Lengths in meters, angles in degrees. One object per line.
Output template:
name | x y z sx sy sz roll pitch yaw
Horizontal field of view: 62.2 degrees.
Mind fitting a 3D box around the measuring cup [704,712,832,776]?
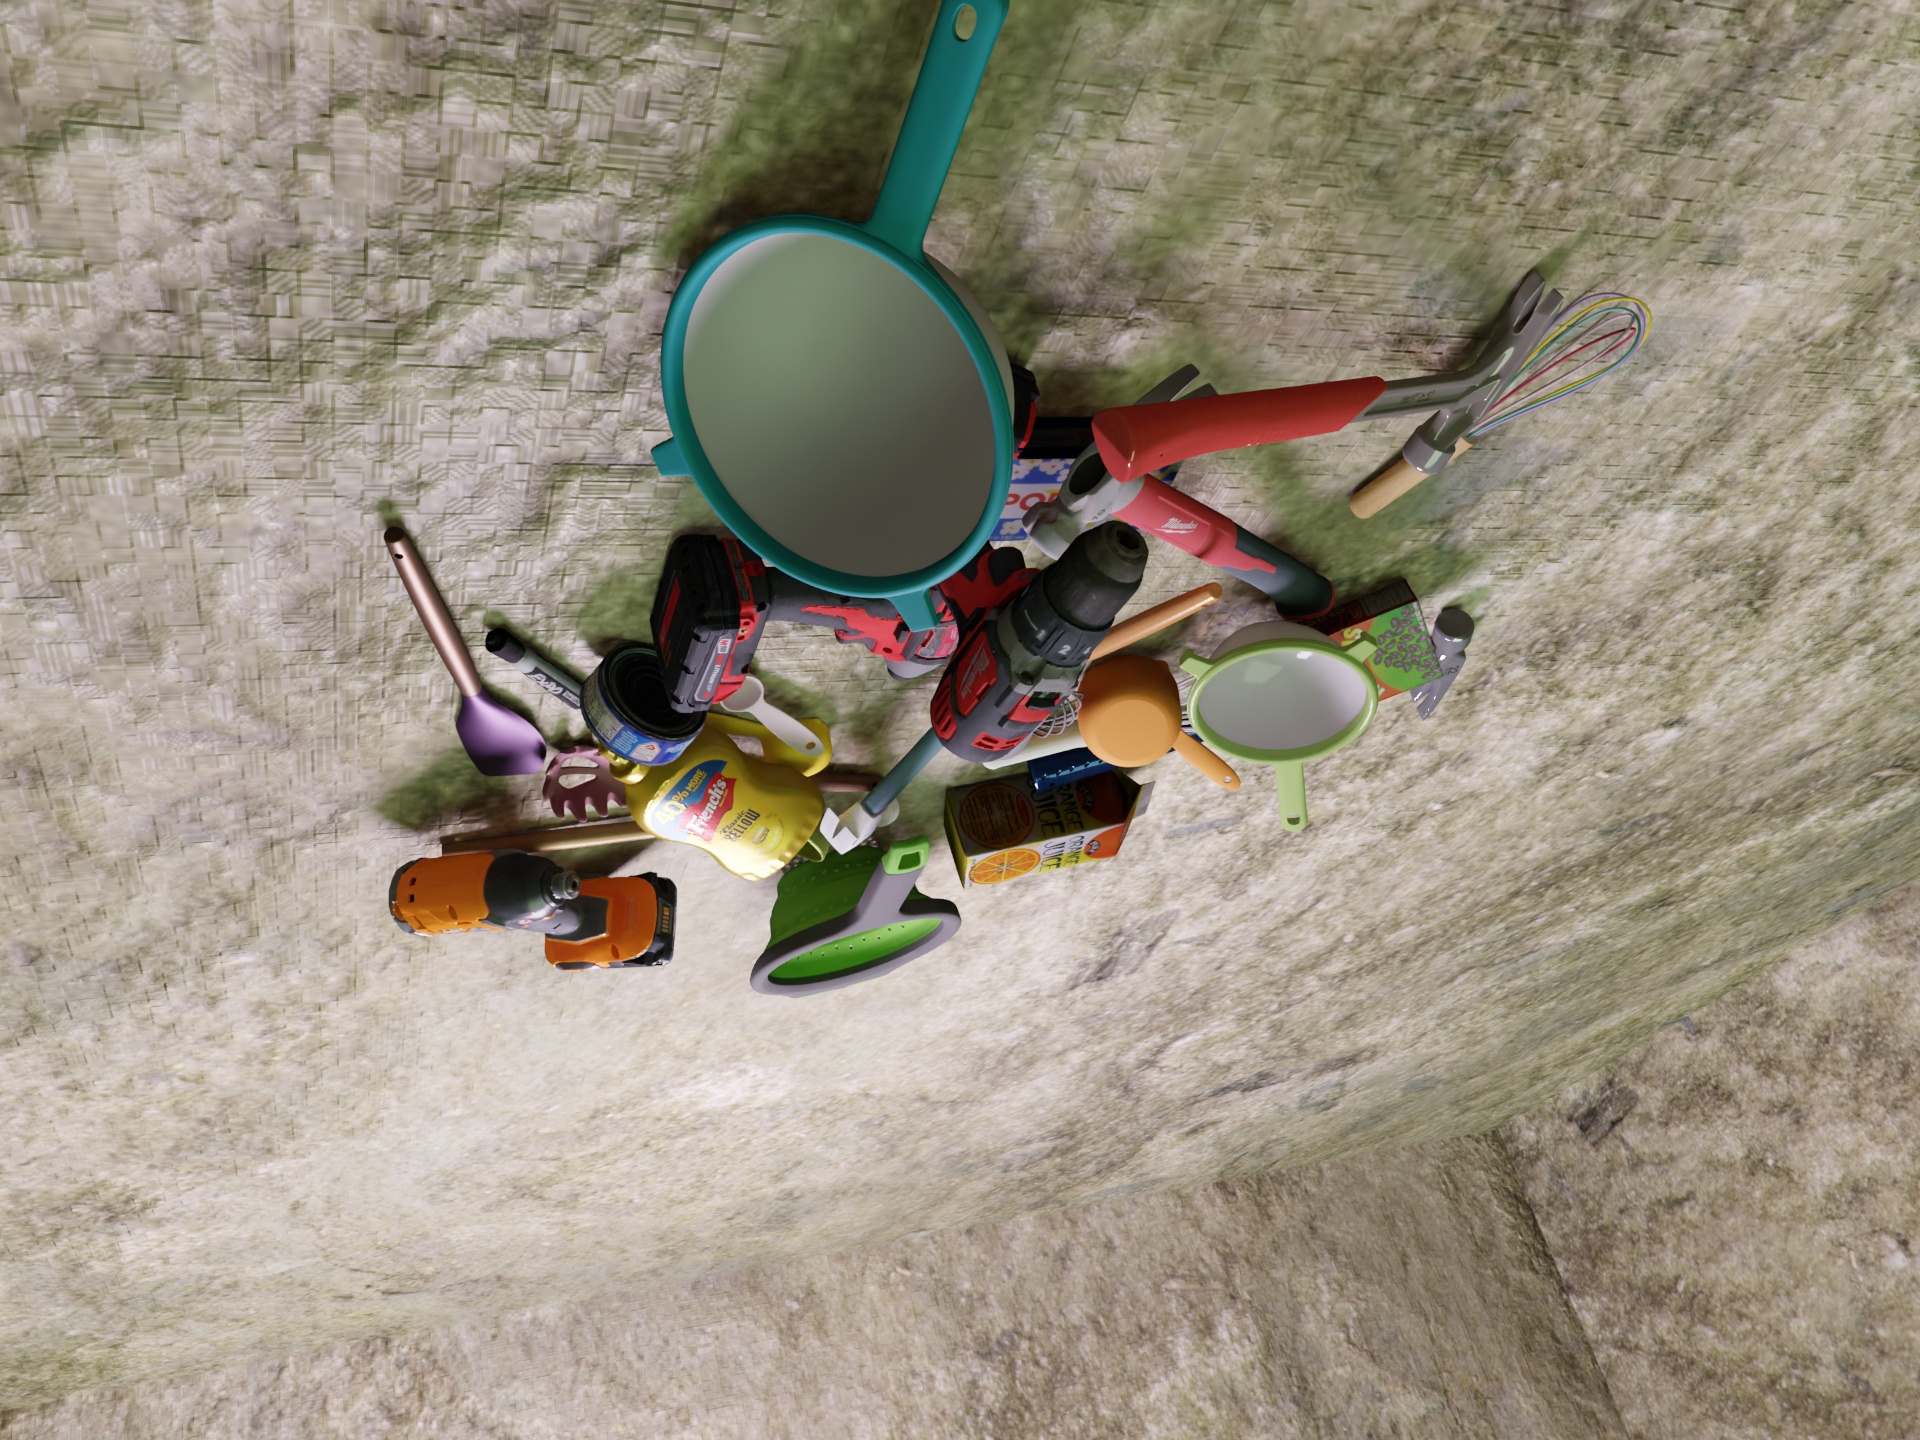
measuring cup | -0.166 0.018 1.259 0.156 0.029 0.062 12 140 -44

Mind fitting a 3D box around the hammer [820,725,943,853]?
hammer | -0.002 -0.004 1.254 0.331 0.033 0.128 -47 173 29

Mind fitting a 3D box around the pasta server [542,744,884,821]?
pasta server | -0.192 0.050 1.297 0.316 0.040 0.060 4 107 -35

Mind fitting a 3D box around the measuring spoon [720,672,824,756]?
measuring spoon | -0.145 -0.005 1.231 0.034 0.018 0.124 -38 139 8

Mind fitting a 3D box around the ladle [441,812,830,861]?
ladle | -0.268 0.104 1.335 0.320 0.062 0.078 -6 165 -14

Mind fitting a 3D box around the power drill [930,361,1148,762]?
power drill | 0.025 -0.111 0.929 0.080 0.227 0.187 2 146 -31

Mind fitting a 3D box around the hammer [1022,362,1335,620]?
hammer | 0.194 -0.136 1.117 0.143 0.038 0.386 -43 152 21

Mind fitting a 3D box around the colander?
colander | -0.091 0.146 1.421 0.204 0.095 0.397 -12 159 -19

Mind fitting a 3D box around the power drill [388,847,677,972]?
power drill | -0.330 0.154 1.309 0.164 0.084 0.226 -7 162 25

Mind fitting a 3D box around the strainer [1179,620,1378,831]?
strainer | 0.270 -0.003 1.329 0.151 0.069 0.256 -6 141 12

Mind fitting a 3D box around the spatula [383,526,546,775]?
spatula | -0.340 -0.035 1.091 0.060 0.018 0.315 -4 151 -2

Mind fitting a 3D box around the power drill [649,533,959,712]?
power drill | -0.095 -0.069 1.105 0.219 0.079 0.143 -5 150 -25

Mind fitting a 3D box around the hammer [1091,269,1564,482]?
hammer | 0.224 -0.197 0.968 0.359 0.037 0.149 -15 146 -37

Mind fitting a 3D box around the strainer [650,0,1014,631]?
strainer | -0.030 -0.224 0.826 0.095 0.211 0.340 -48 167 -50

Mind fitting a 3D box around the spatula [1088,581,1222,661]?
spatula | 0.102 -0.046 1.222 0.081 0.041 0.322 0 168 -28

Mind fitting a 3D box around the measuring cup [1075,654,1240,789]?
measuring cup | 0.173 0.019 1.329 0.173 0.052 0.095 37 115 -16

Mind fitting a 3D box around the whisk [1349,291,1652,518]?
whisk | 0.378 -0.214 1.127 0.047 0.051 0.245 5 148 -43

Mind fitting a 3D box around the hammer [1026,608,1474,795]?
hammer | 0.259 -0.001 1.441 0.405 0.035 0.144 -16 151 -1

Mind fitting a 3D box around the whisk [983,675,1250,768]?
whisk | 0.136 0.003 1.379 0.246 0.058 0.059 -14 117 5

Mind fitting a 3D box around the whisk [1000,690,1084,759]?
whisk | 0.052 0.003 1.256 0.055 0.055 0.239 -10 170 -11
